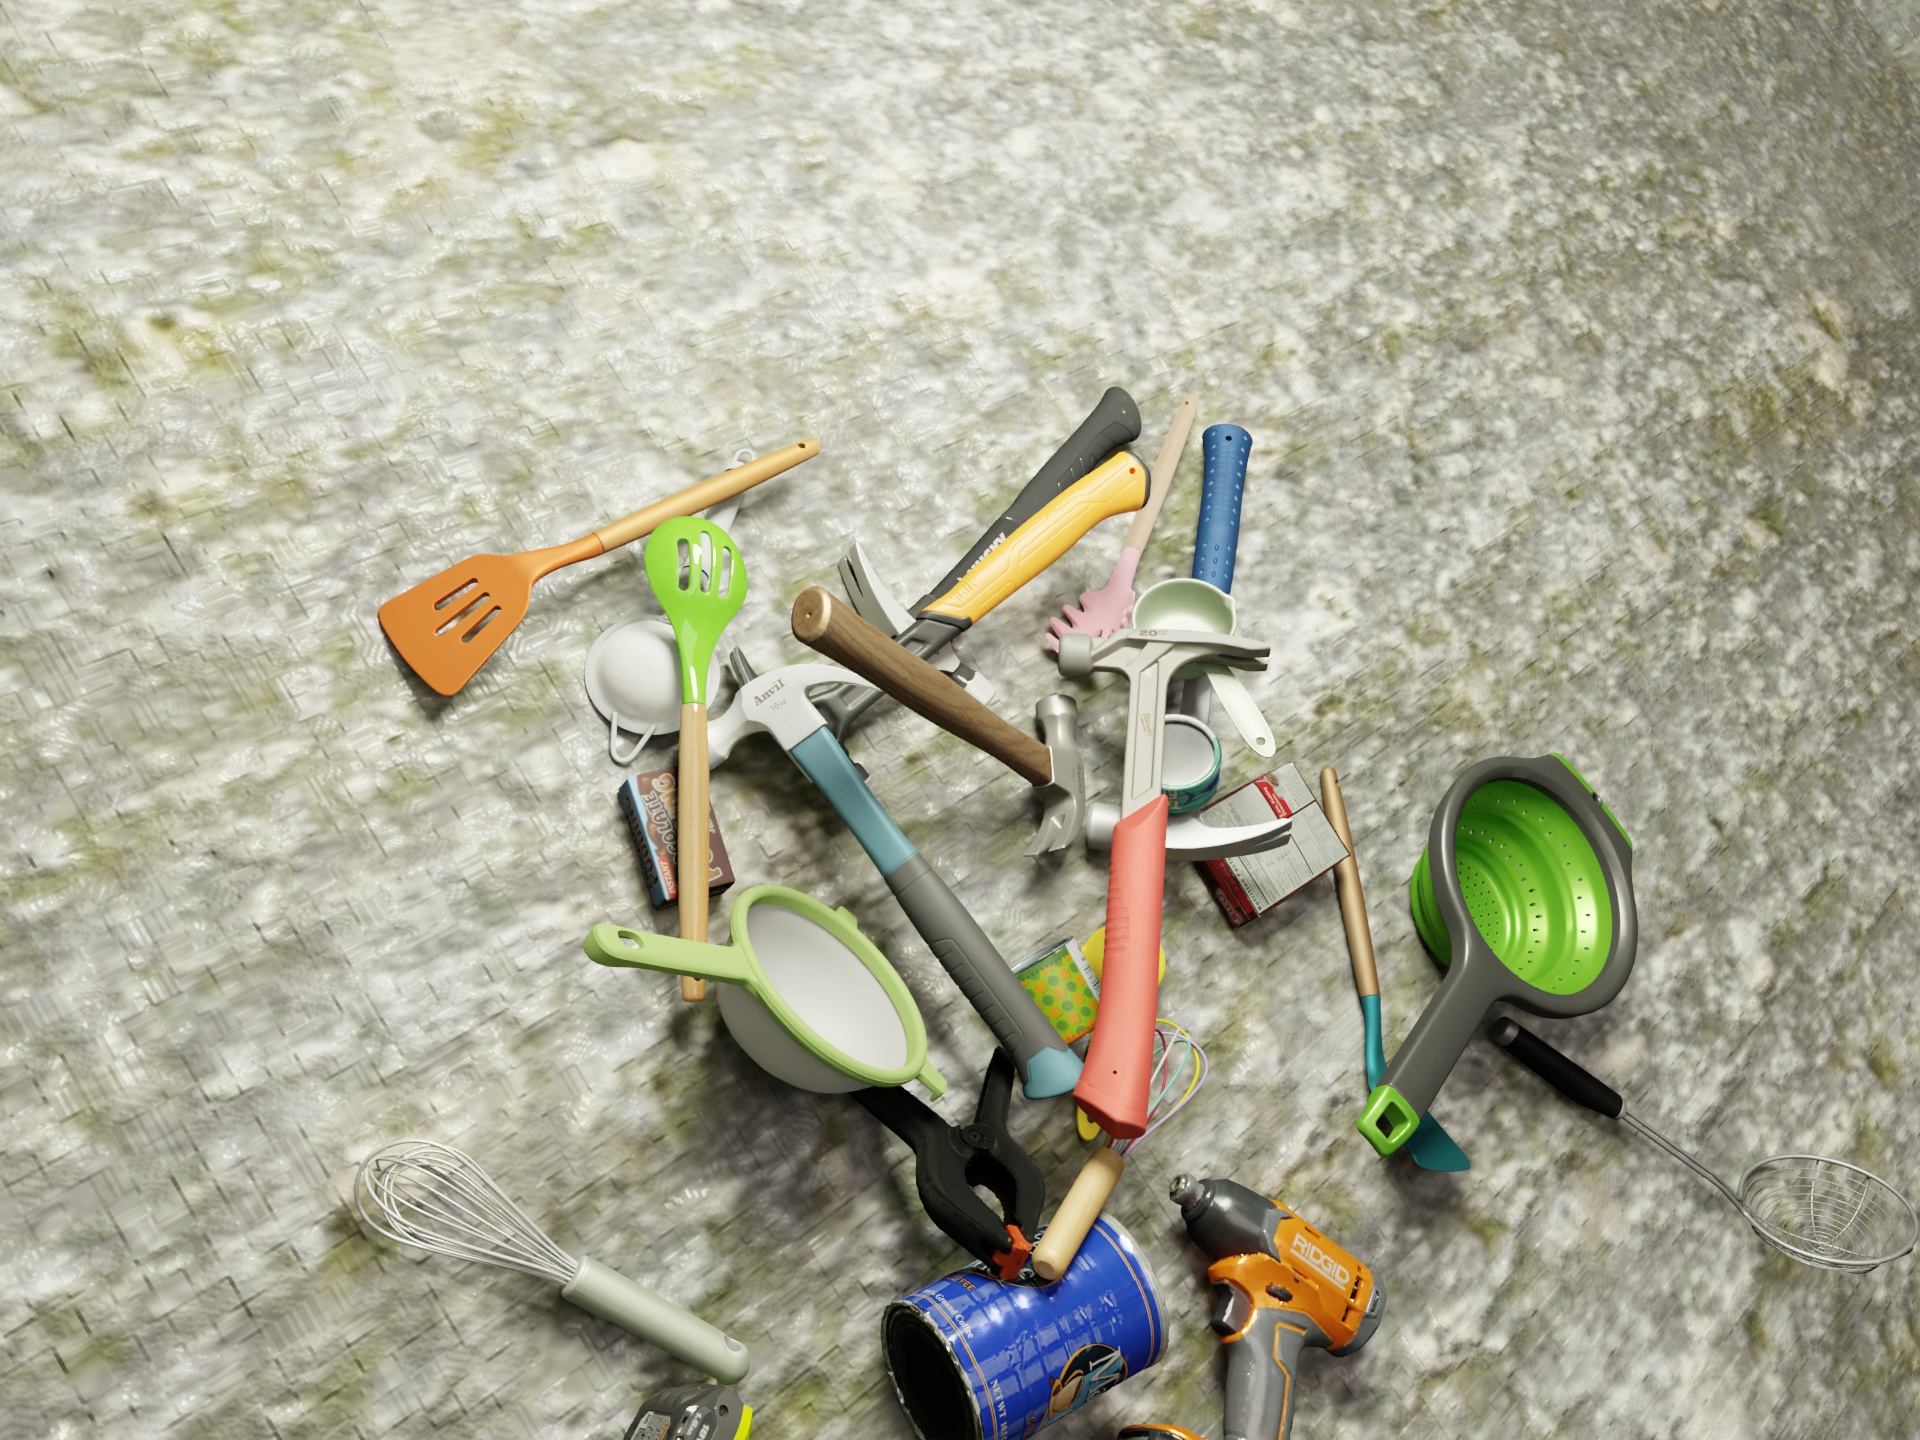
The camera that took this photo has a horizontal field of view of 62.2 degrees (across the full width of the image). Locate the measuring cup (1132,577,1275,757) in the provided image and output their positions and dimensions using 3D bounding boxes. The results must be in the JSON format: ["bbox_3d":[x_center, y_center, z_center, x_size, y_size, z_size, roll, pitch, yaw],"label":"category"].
[{"bbox_3d":[0.184,-0.031,1.162,0.083,0.038,0.168,-22,59,-9],"label":"measuring cup"}]

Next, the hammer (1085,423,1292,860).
[{"bbox_3d":[0.195,-0.070,1.231,0.144,0.035,0.406,6,57,9],"label":"hammer"}]

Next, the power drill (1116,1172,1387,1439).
[{"bbox_3d":[0.171,0.409,1.011,0.164,0.084,0.227,38,52,-8],"label":"power drill"}]

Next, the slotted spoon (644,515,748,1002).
[{"bbox_3d":[-0.164,0.016,0.988,0.070,0.031,0.314,7,73,-30],"label":"slotted spoon"}]

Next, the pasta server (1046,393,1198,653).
[{"bbox_3d":[0.141,-0.157,1.262,0.040,0.060,0.316,62,41,-43],"label":"pasta server"}]

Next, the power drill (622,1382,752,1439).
[{"bbox_3d":[-0.089,0.461,0.856,0.223,0.080,0.171,37,58,-14],"label":"power drill"}]

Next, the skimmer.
[{"bbox_3d":[0.586,0.320,1.258,0.363,0.090,0.127,34,25,-8],"label":"skimmer"}]

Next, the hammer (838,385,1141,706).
[{"bbox_3d":[0.043,-0.156,1.211,0.146,0.035,0.335,43,56,-6],"label":"hammer"}]

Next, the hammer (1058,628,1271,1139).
[{"bbox_3d":[0.126,0.094,1.045,0.149,0.036,0.359,3,59,7],"label":"hammer"}]

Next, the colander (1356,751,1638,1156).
[{"bbox_3d":[0.374,0.183,1.197,0.204,0.094,0.397,50,54,-3],"label":"colander"}]

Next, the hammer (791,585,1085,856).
[{"bbox_3d":[-0.002,-0.003,1.020,0.331,0.031,0.130,33,46,-53],"label":"hammer"}]

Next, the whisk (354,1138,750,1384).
[{"bbox_3d":[-0.220,0.303,0.875,0.246,0.058,0.059,35,92,-14],"label":"whisk"}]

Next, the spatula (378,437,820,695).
[{"bbox_3d":[-0.219,-0.119,1.043,0.322,0.041,0.081,-32,68,-34],"label":"spatula"}]

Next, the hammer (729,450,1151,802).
[{"bbox_3d":[0.001,-0.090,1.107,0.337,0.034,0.127,-39,92,-18],"label":"hammer"}]

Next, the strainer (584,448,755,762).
[{"bbox_3d":[-0.183,-0.090,1.064,0.087,0.050,0.259,18,57,-3],"label":"strainer"}]

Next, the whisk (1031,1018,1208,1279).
[{"bbox_3d":[0.098,0.262,1.003,0.245,0.051,0.047,-42,111,-54],"label":"whisk"}]

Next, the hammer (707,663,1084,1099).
[{"bbox_3d":[-0.031,0.104,1.015,0.128,0.033,0.331,-37,86,1],"label":"hammer"}]

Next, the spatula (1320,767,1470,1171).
[{"bbox_3d":[0.316,0.182,1.204,0.082,0.044,0.318,17,58,-44],"label":"spatula"}]

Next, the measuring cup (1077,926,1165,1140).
[{"bbox_3d":[0.106,0.210,1.089,0.062,0.029,0.157,25,58,-16],"label":"measuring cup"}]

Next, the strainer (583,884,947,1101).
[{"bbox_3d":[-0.128,0.163,0.919,0.256,0.069,0.152,22,27,-49],"label":"strainer"}]
